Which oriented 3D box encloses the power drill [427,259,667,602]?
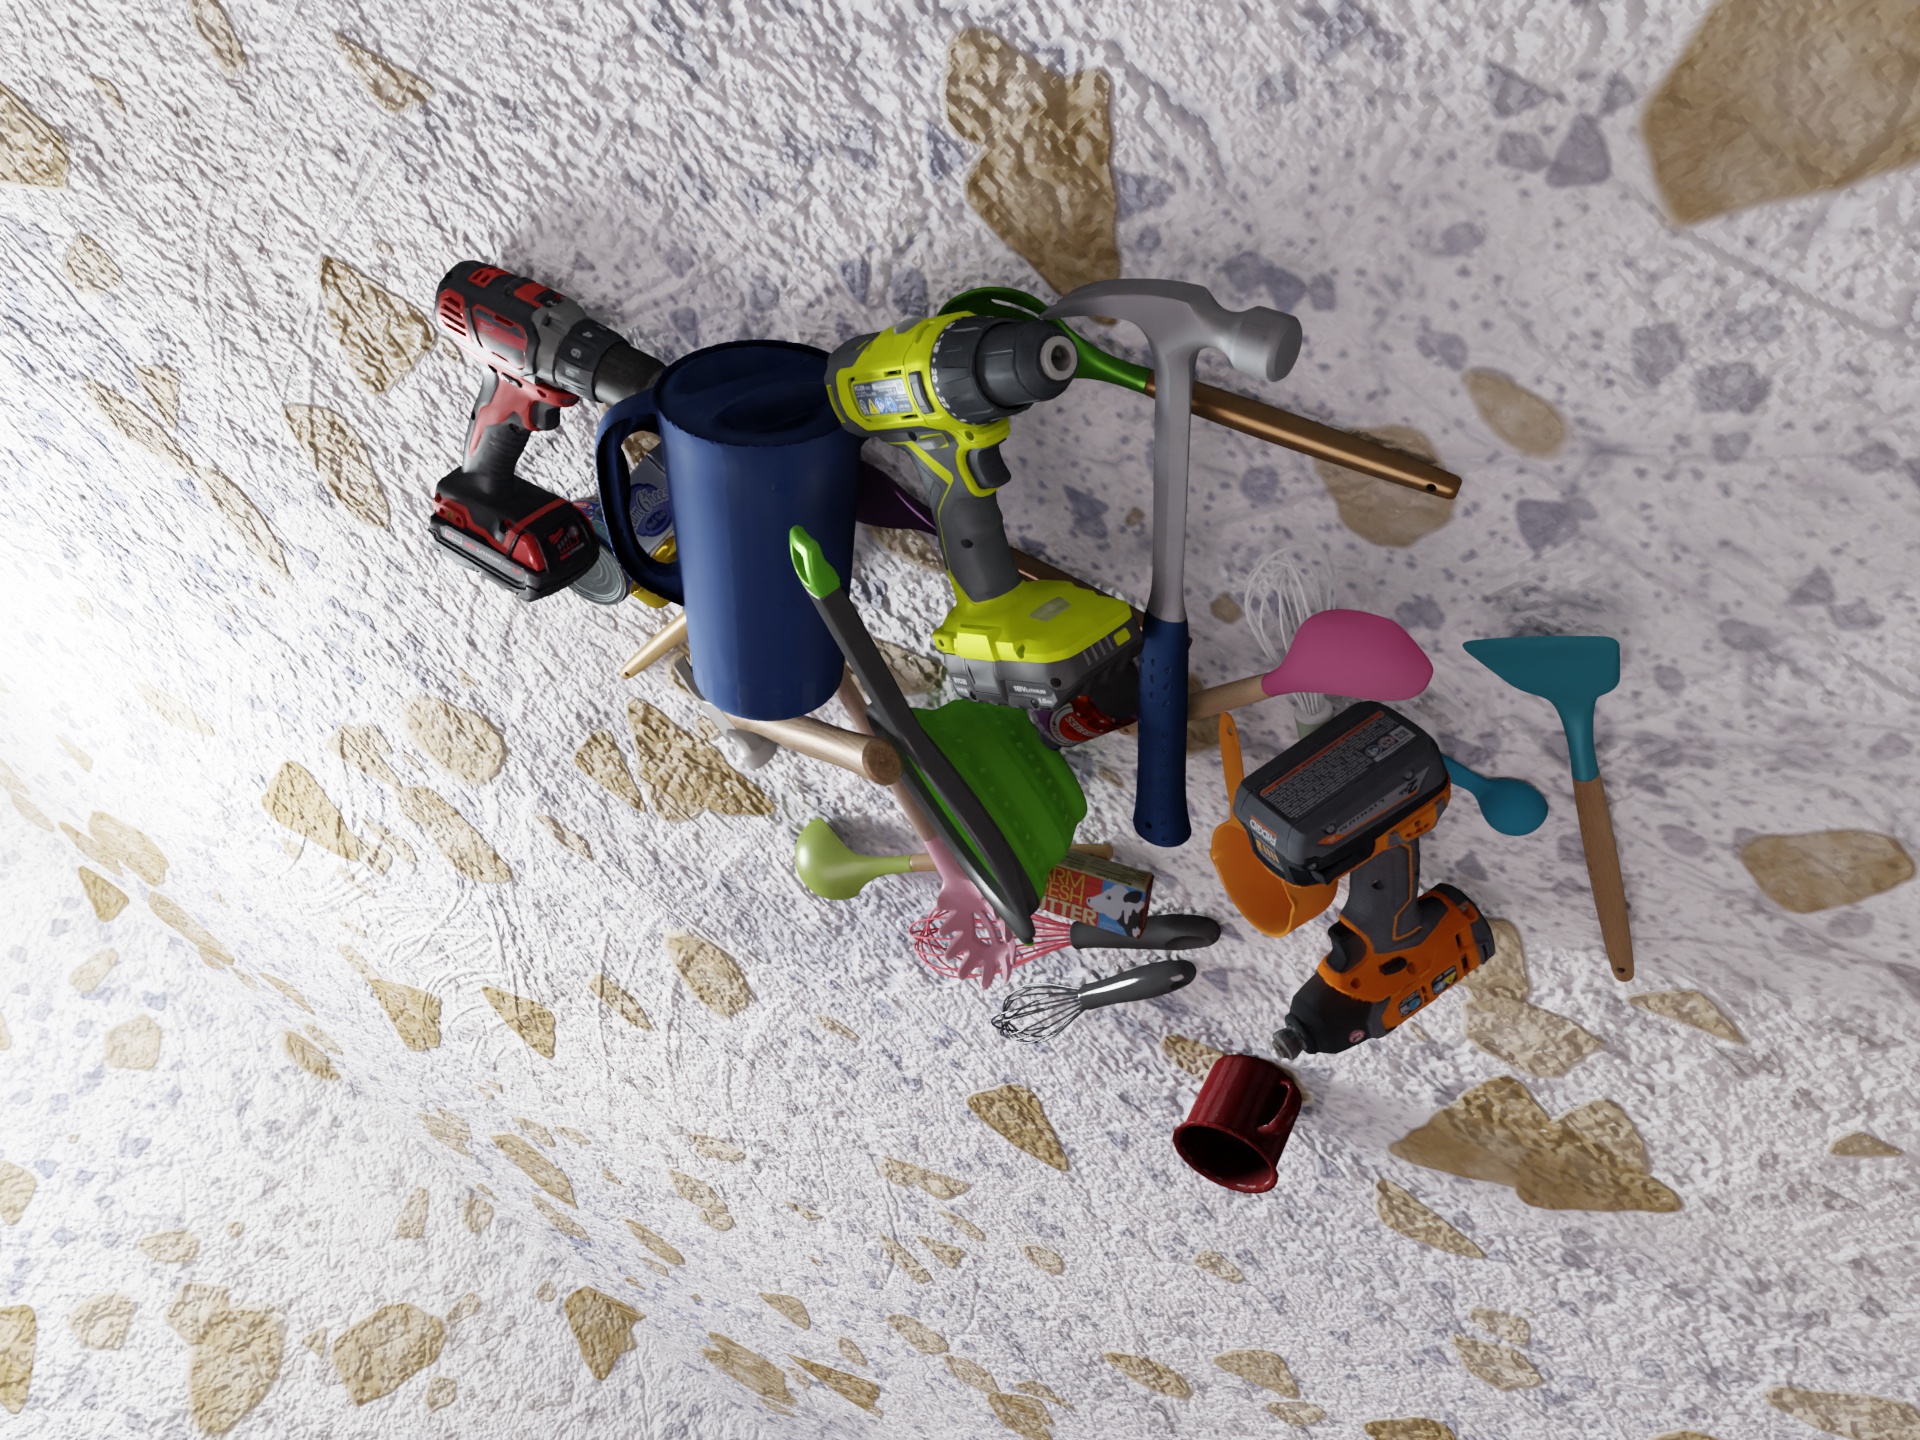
[{"bbox_3d":[-0.298,-0.201,1.155,0.188,0.080,0.226,28,128,12],"label":"power drill"}]

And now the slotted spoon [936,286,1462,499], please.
[{"bbox_3d":[0.131,-0.183,0.906,0.314,0.031,0.070,22,141,14],"label":"slotted spoon"}]

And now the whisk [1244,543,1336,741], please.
[{"bbox_3d":[0.223,-0.013,1.008,0.058,0.059,0.246,55,171,49],"label":"whisk"}]

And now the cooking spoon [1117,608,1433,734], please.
[{"bbox_3d":[0.178,-0.018,0.985,0.068,0.017,0.319,47,158,-10],"label":"cooking spoon"}]

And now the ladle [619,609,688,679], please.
[{"bbox_3d":[-0.209,-0.085,1.276,0.069,0.031,0.315,44,144,-14],"label":"ladle"}]

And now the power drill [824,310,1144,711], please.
[{"bbox_3d":[0.023,-0.124,0.918,0.191,0.080,0.228,9,127,53],"label":"power drill"}]

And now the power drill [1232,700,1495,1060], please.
[{"bbox_3d":[0.250,0.117,1.017,0.084,0.164,0.226,45,164,52],"label":"power drill"}]

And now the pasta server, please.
[{"bbox_3d":[-0.039,0.074,1.265,0.060,0.040,0.316,-21,106,29],"label":"pasta server"}]

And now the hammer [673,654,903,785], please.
[{"bbox_3d":[-0.133,0.005,1.211,0.130,0.031,0.331,53,162,-24],"label":"hammer"}]

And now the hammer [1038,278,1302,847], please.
[{"bbox_3d":[0.119,-0.076,0.951,0.144,0.035,0.405,26,141,29],"label":"hammer"}]

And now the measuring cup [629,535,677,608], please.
[{"bbox_3d":[-0.196,-0.132,1.204,0.029,0.062,0.156,40,134,-23],"label":"measuring cup"}]

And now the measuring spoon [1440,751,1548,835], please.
[{"bbox_3d":[0.309,0.039,1.010,0.128,0.021,0.042,28,143,10],"label":"measuring spoon"}]

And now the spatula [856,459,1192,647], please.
[{"bbox_3d":[0.012,-0.117,1.076,0.316,0.018,0.059,27,143,14],"label":"spatula"}]

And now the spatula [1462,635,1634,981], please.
[{"bbox_3d":[0.378,0.058,0.961,0.082,0.044,0.317,0,131,33],"label":"spatula"}]

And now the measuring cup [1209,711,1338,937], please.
[{"bbox_3d":[0.211,0.063,1.083,0.095,0.052,0.173,32,141,57],"label":"measuring cup"}]

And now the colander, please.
[{"bbox_3d":[-0.002,-0.003,1.093,0.205,0.094,0.396,47,169,45],"label":"colander"}]

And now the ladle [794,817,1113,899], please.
[{"bbox_3d":[-0.011,0.112,1.333,0.320,0.062,0.078,-7,114,33],"label":"ladle"}]

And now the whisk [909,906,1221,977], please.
[{"bbox_3d":[0.079,0.178,1.314,0.296,0.073,0.073,-7,127,35],"label":"whisk"}]

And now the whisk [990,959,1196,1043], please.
[{"bbox_3d":[0.113,0.239,1.364,0.055,0.055,0.239,48,137,-16],"label":"whisk"}]
